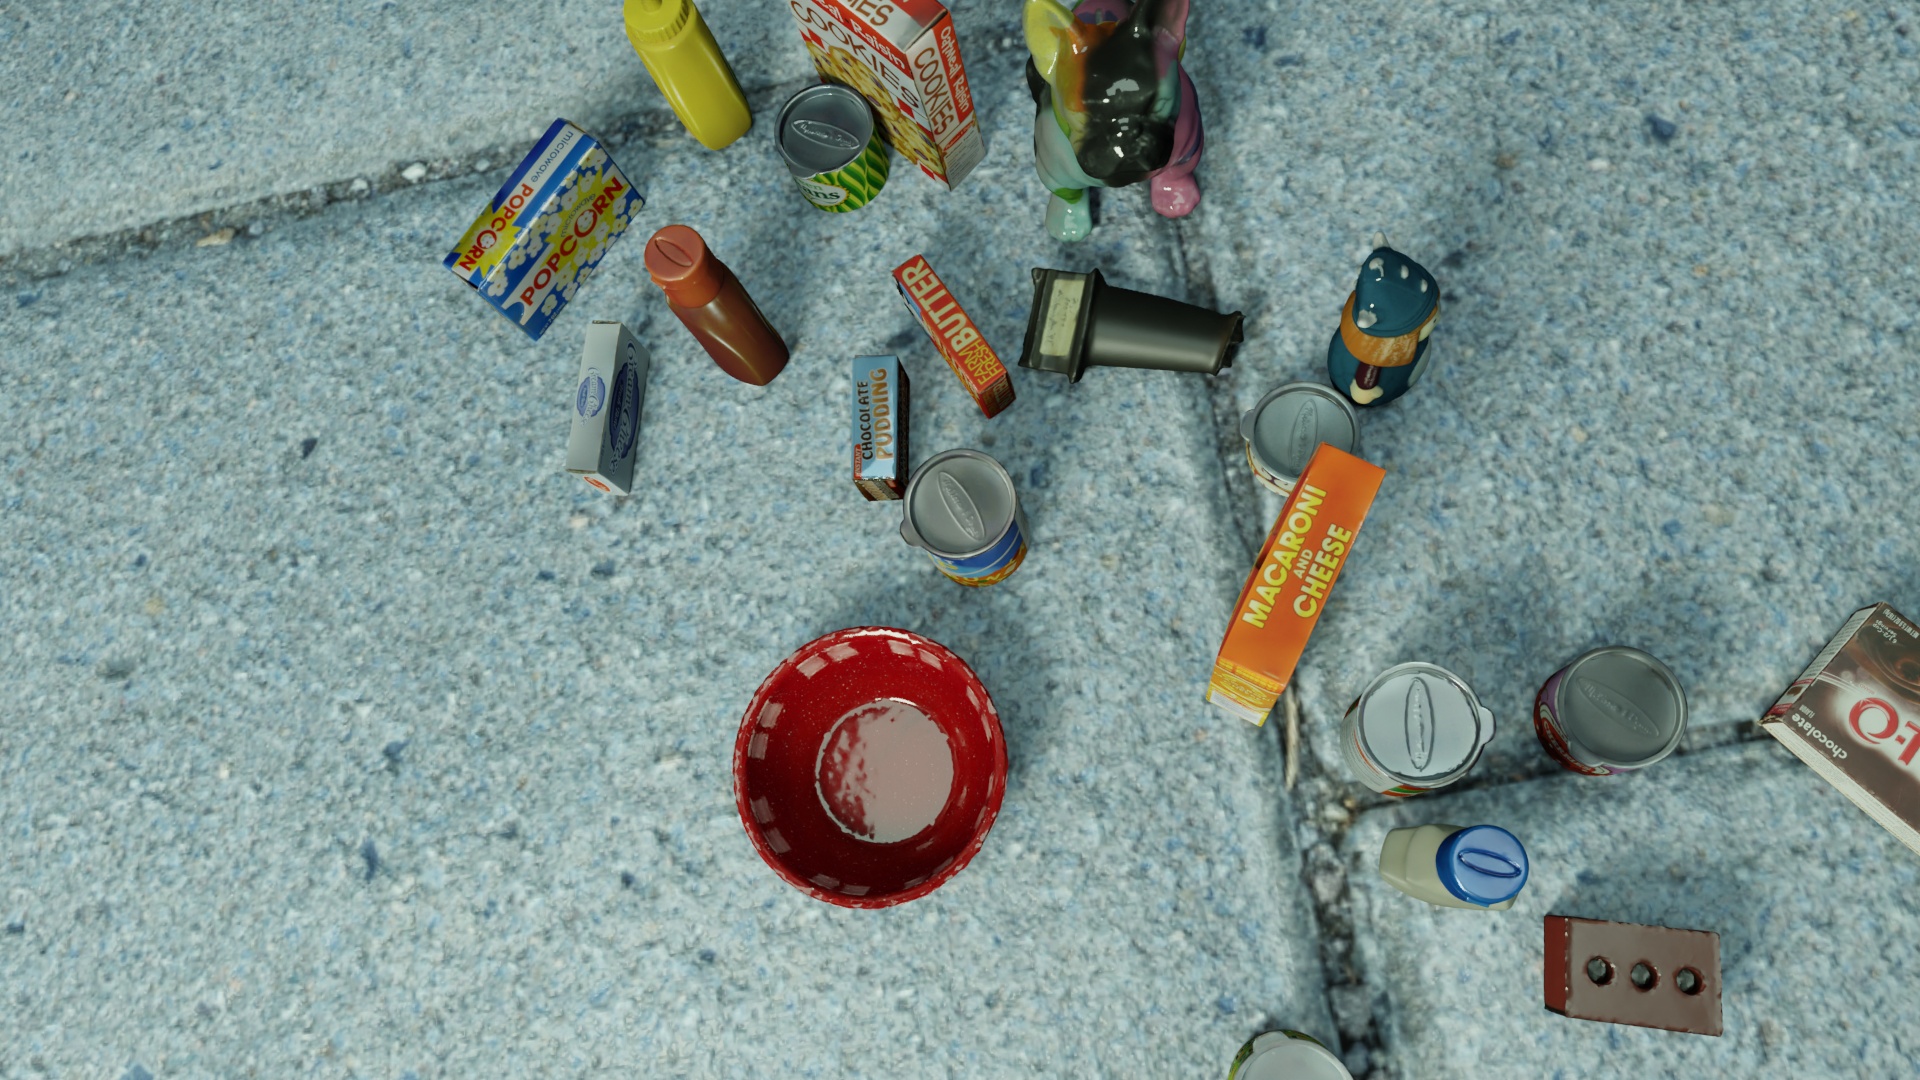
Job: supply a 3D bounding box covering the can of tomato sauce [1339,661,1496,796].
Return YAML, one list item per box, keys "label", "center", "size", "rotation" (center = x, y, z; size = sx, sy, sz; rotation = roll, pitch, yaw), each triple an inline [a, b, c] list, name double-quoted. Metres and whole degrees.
- label: "can of tomato sauce"
  center: [0.250, 0.106, 0.769]
  size: [0.071, 0.083, 0.071]
  rotation: [-2, 75, 8]

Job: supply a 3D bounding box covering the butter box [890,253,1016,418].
- label: "butter box"
  center: [-0.004, -0.129, 0.884]
  size: [0.024, 0.053, 0.103]
  rotation: [-35, 73, -1]

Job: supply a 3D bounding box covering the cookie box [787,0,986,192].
- label: "cookie box"
  center: [-0.049, -0.308, 0.879]
  size: [0.123, 0.167, 0.040]
  rotation: [42, 85, 16]

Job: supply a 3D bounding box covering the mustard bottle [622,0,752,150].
- label: "mustard bottle"
  center: [-0.182, -0.318, 0.905]
  size: [0.049, 0.160, 0.065]
  rotation: [-34, 73, -1]

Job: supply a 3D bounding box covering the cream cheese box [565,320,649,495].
- label: "cream cheese box"
  center: [-0.229, -0.086, 0.906]
  size: [0.024, 0.053, 0.104]
  rotation: [2, 76, 9]

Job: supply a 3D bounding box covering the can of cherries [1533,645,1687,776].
- label: "can of cherries"
  center: [0.355, 0.097, 0.768]
  size: [0.071, 0.058, 0.071]
  rotation: [-2, 75, 8]

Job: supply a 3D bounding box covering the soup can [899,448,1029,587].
- label: "soup can"
  center: [0.003, -0.010, 0.836]
  size: [0.071, 0.083, 0.071]
  rotation: [-2, 75, 8]

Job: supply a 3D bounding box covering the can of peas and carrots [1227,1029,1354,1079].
- label: "can of peas and carrots"
  center: [0.175, 0.296, 0.742]
  size: [0.071, 0.058, 0.071]
  rotation: [-2, 75, 8]

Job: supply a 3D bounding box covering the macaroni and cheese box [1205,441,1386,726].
- label: "macaroni and cheese box"
  center: [0.178, 0.030, 0.756]
  size: [0.040, 0.166, 0.124]
  rotation: [25, 81, 14]

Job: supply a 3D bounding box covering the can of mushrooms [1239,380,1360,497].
- label: "can of mushrooms"
  center: [0.205, -0.061, 0.846]
  size: [0.071, 0.033, 0.071]
  rotation: [-2, 75, 8]

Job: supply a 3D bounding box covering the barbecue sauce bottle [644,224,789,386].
- label: "barbecue sauce bottle"
  center: [-0.153, -0.146, 0.861]
  size: [0.065, 0.148, 0.044]
  rotation: [38, 84, 15]

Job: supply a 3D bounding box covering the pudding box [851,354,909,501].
- label: "pudding box"
  center: [-0.050, -0.071, 0.877]
  size: [0.030, 0.049, 0.084]
  rotation: [-2, 75, 8]

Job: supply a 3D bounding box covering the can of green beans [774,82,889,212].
- label: "can of green beans"
  center: [-0.085, -0.261, 0.929]
  size: [0.071, 0.057, 0.071]
  rotation: [-2, 75, 8]

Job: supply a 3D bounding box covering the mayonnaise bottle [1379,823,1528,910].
- label: "mayonnaise bottle"
  center: [0.258, 0.168, 0.717]
  size: [0.065, 0.148, 0.041]
  rotation: [14, 78, 12]

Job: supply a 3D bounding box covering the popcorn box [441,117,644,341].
- label: "popcorn box"
  center: [-0.276, -0.206, 0.928]
  size: [0.038, 0.085, 0.127]
  rotation: [33, 82, 15]
